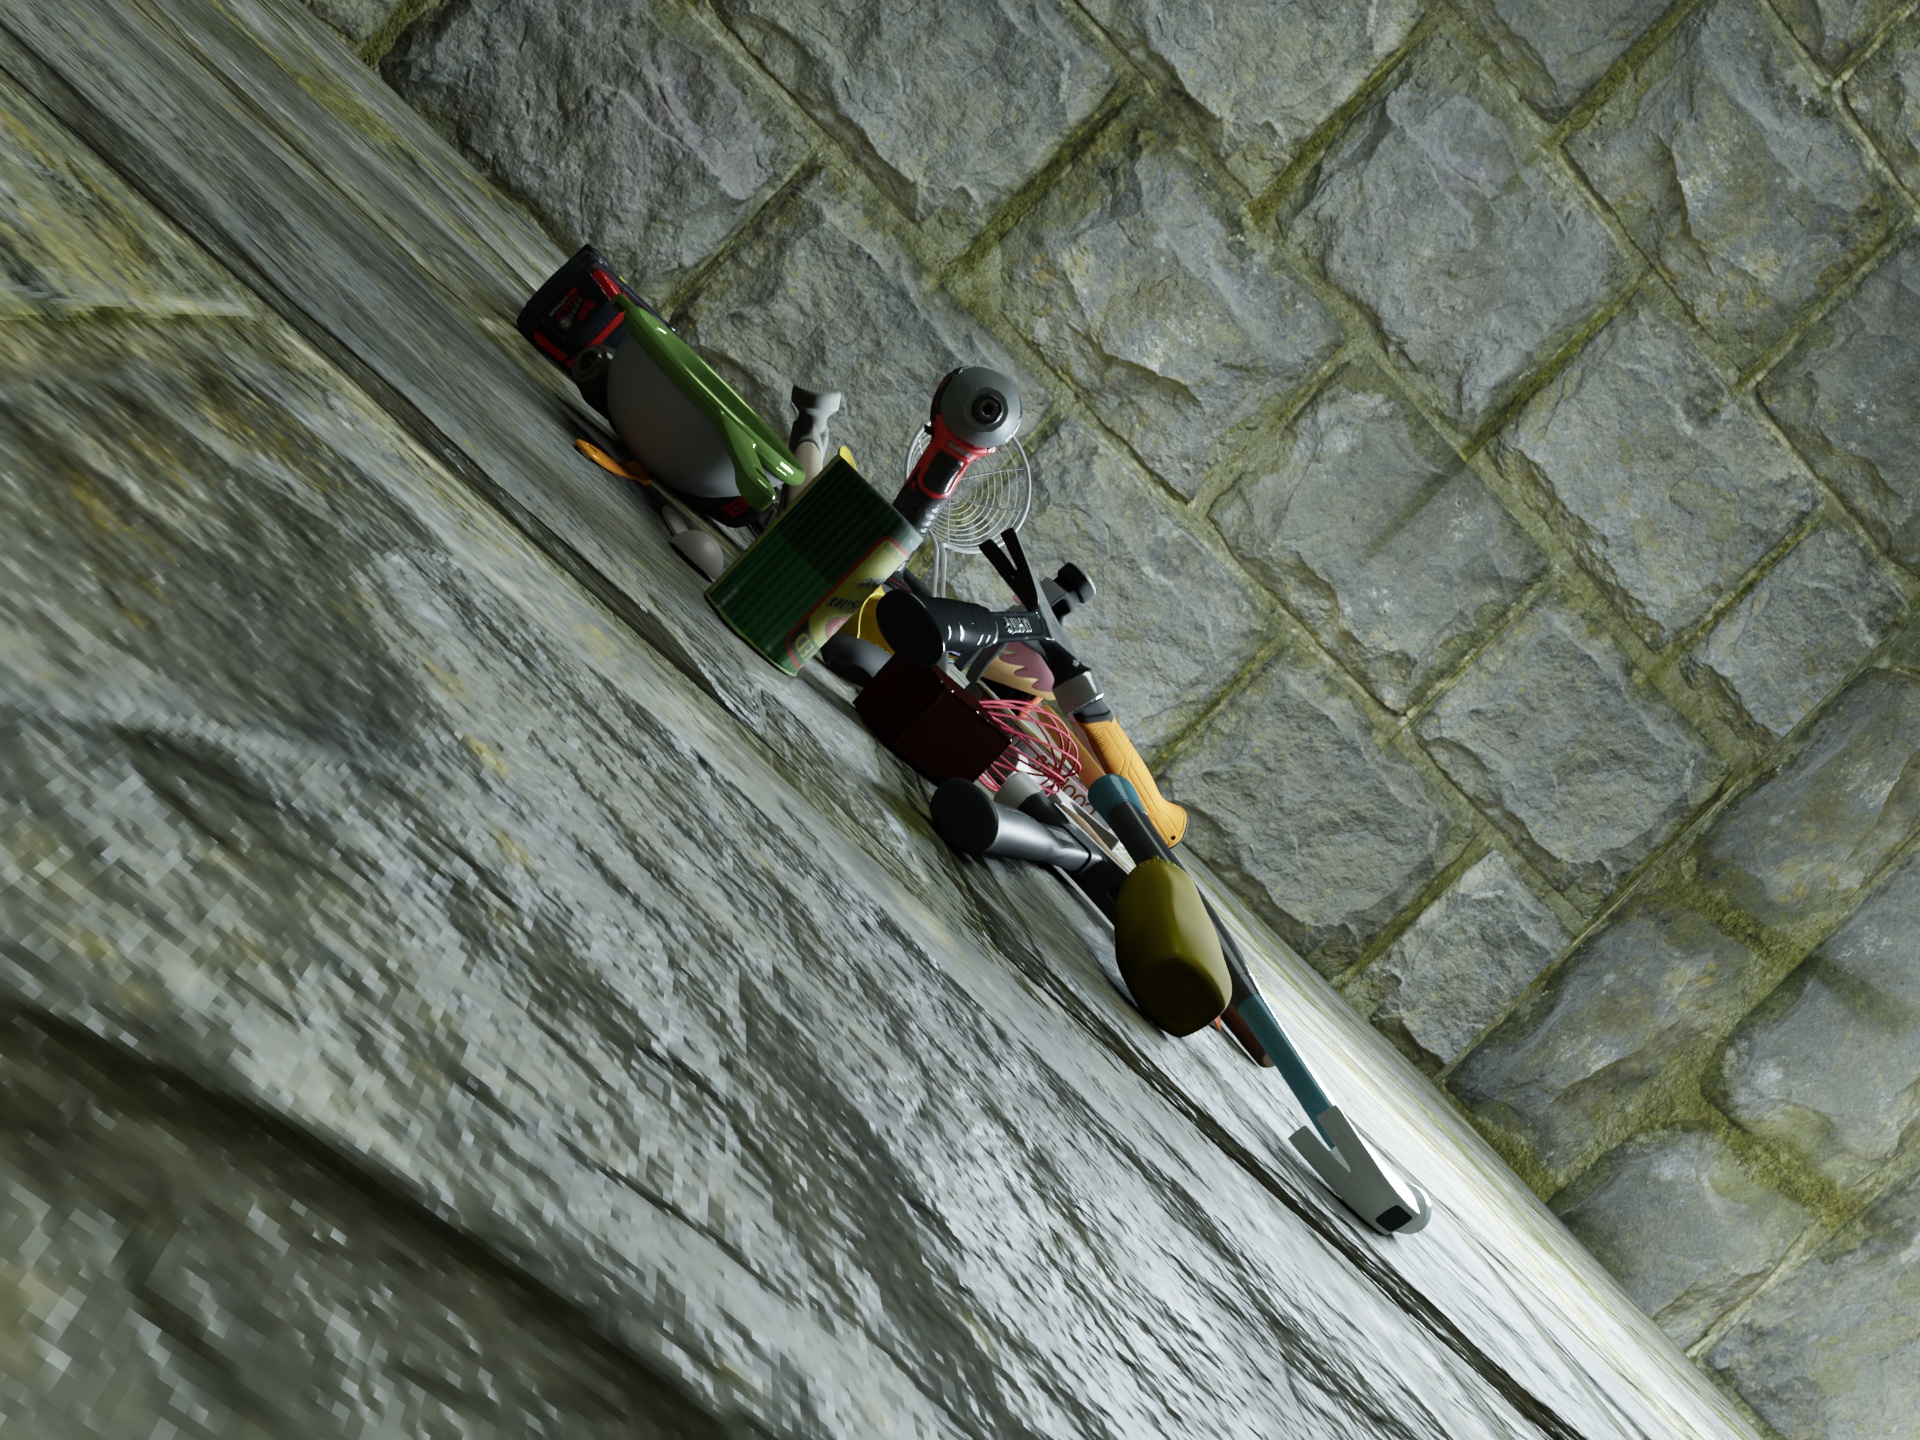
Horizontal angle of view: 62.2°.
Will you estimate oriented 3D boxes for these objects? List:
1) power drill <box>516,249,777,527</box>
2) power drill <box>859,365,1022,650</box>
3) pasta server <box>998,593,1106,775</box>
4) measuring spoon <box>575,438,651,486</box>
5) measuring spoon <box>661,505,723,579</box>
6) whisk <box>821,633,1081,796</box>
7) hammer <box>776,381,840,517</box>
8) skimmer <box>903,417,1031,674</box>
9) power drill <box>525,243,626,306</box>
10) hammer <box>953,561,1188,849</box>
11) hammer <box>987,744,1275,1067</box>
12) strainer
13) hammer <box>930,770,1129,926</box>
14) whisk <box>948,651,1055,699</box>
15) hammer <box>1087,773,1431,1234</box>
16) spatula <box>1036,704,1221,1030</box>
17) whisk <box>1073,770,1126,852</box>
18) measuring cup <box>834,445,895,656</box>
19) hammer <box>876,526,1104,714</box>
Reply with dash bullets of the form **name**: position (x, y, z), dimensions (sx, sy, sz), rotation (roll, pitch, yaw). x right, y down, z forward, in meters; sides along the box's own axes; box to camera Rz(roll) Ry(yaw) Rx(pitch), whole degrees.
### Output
- **power drill**: position (-0.240, -0.249, 1.153), dimensions (0.227, 0.080, 0.187), rotation (51, 8, 36)
- **power drill**: position (-0.028, -0.155, 1.149), dimensions (0.078, 0.219, 0.143), rotation (29, 7, -11)
- **pasta server**: position (0.105, 0.010, 1.411), dimensions (0.040, 0.060, 0.315), rotation (22, -27, 39)
- **measuring spoon**: position (-0.209, -0.159, 0.966), dimensions (0.021, 0.011, 0.117), rotation (44, 4, 4)
- **measuring spoon**: position (-0.160, -0.113, 0.945), dimensions (0.034, 0.018, 0.124), rotation (42, 4, -28)
- **whisk**: position (-0.002, -0.004, 1.107), dimensions (0.295, 0.073, 0.073), rotation (29, 14, -51)
- **hammer**: position (-0.113, -0.126, 1.106), dimensions (0.038, 0.146, 0.411), rotation (9, 22, -8)
- **skimmer**: position (0.002, -0.130, 1.283), dimensions (0.127, 0.090, 0.364), rotation (37, 30, -23)
- **power drill**: position (-0.257, -0.289, 1.358), dimensions (0.228, 0.080, 0.191), rotation (45, 3, -27)
- **hammer**: position (0.116, 0.015, 1.364), dimensions (0.034, 0.127, 0.336), rotation (46, -6, 47)
- **hammer**: position (0.140, 0.142, 1.214), dimensions (0.129, 0.031, 0.332), rotation (39, 7, -47)
- **strainer**: position (-0.158, -0.161, 0.959), dimensions (0.151, 0.069, 0.257), rotation (42, 9, -31)
- **hammer**: position (0.047, 0.075, 0.959), dimensions (0.146, 0.035, 0.334), rotation (45, 4, 15)
- **whisk**: position (-0.004, -0.055, 1.330), dimensions (0.244, 0.047, 0.051), rotation (18, 36, -42)
- **hammer**: position (0.173, 0.165, 0.984), dimensions (0.331, 0.033, 0.128), rotation (58, 12, 32)
- **spatula**: position (0.121, 0.088, 1.173), dimensions (0.323, 0.041, 0.080), rotation (56, -6, 47)
- **whisk**: position (0.087, 0.047, 1.545), dimensions (0.246, 0.059, 0.058), rotation (38, -7, -17)
- **measuring cup**: position (-0.074, -0.106, 1.076), dimensions (0.062, 0.029, 0.156), rotation (-21, 102, -59)
- **hammer**: position (0.018, -0.066, 1.045), dimensions (0.149, 0.036, 0.409), rotation (63, 14, 4)
